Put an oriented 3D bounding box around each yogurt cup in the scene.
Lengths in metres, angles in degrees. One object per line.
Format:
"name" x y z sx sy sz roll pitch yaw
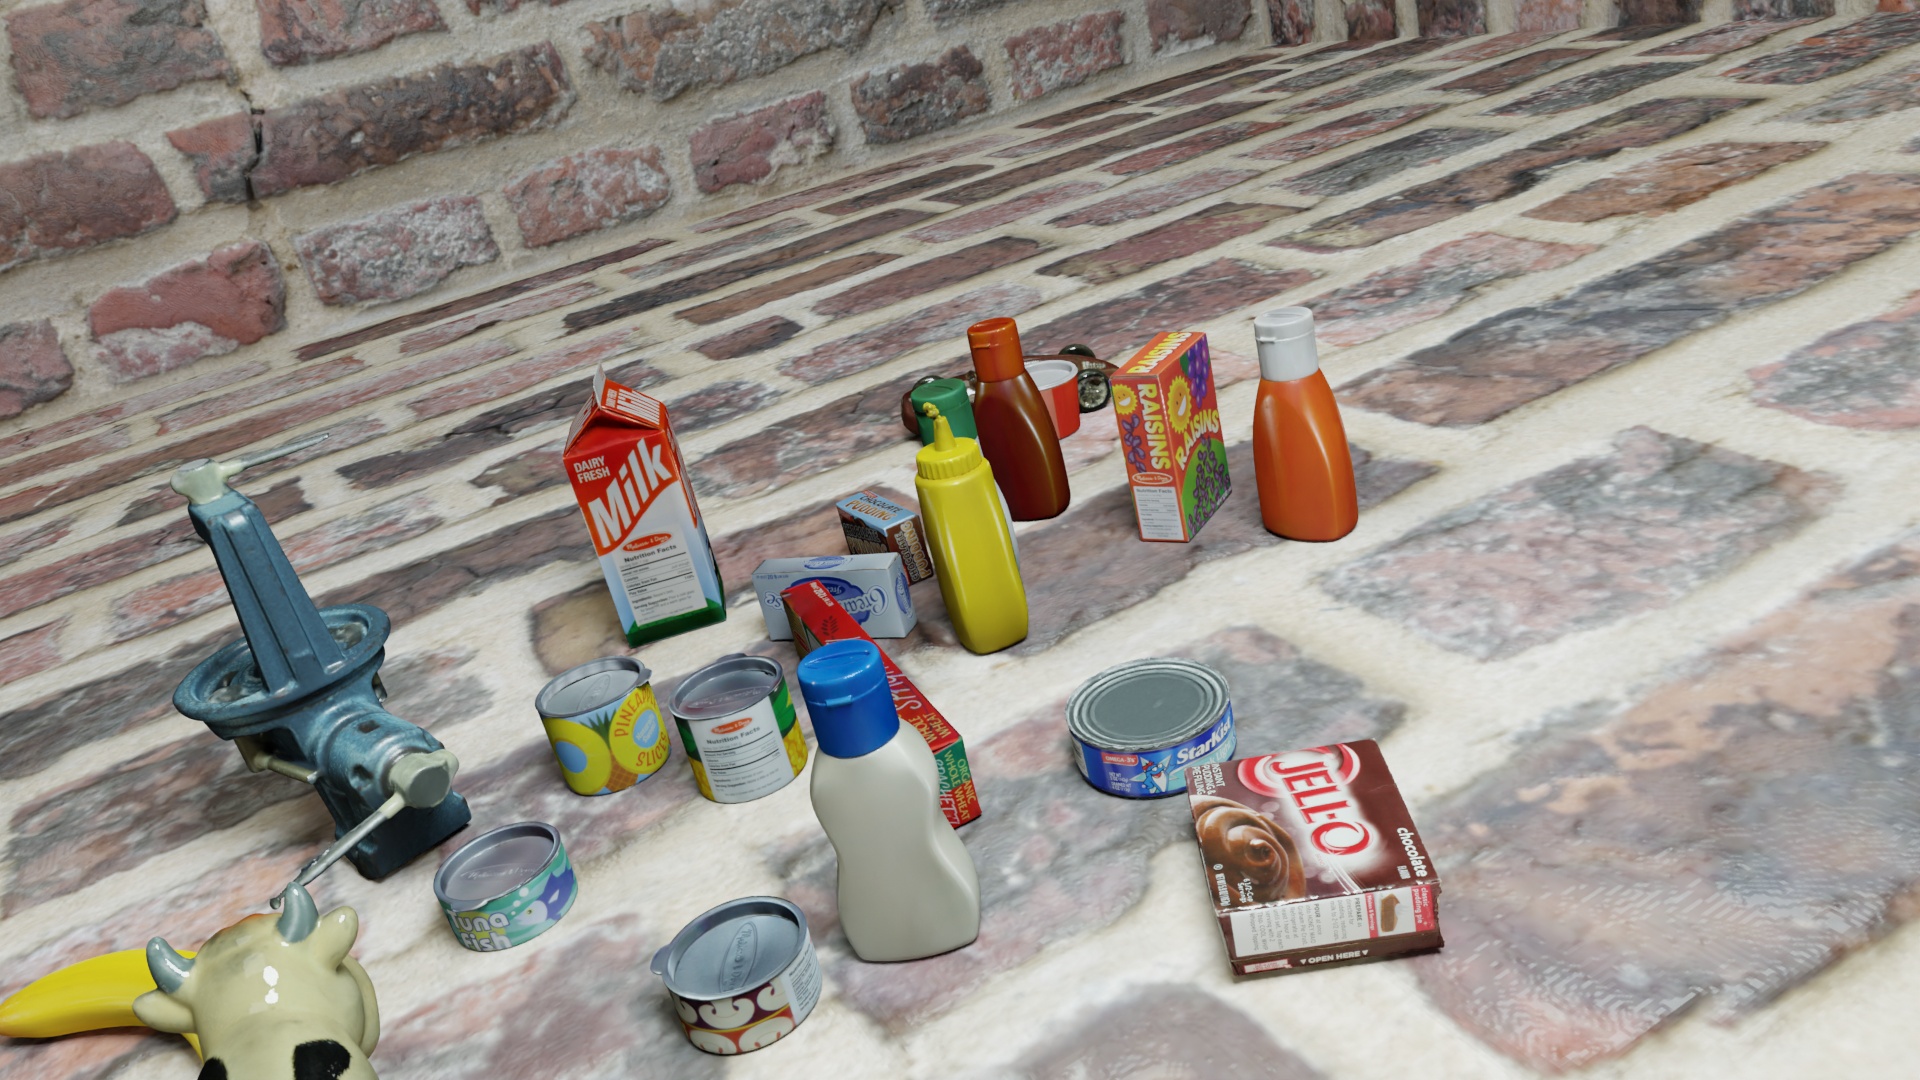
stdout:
"yogurt cup" 0.071 -0.117 1.187 0.072 0.053 0.073 -12 23 5

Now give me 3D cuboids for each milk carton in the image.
"milk carton" -0.228 -0.030 0.983 0.073 0.189 0.072 -16 23 -6

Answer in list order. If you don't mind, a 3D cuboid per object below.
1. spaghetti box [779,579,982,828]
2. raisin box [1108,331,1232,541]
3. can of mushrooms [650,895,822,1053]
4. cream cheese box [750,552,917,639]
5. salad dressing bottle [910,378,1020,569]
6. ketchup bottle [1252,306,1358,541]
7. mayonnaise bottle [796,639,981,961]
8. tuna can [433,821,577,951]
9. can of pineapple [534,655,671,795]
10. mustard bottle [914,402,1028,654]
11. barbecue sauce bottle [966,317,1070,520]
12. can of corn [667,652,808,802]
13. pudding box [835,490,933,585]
"spaghetti box" -0.053 0.088 0.802 0.029 0.050 0.250 -21 25 -16
"raisin box" 0.147 -0.072 0.959 0.040 0.123 0.086 3 28 34
"can of mushrooms" -0.098 0.192 0.615 0.071 0.033 0.071 -11 24 5
"cream cheese box" -0.084 0.038 0.925 0.104 0.053 0.024 -3 25 23
"salad dressing bottle" 0.001 -0.033 0.920 0.044 0.147 0.064 -30 28 -34
"ketchup bottle" 0.216 -0.074 0.893 0.044 0.148 0.065 -31 29 -35
"mayonnaise bottle" -0.035 0.115 0.609 0.065 0.147 0.041 -11 23 6
"tuna can" -0.235 0.180 0.717 0.071 0.032 0.071 -11 24 5
"can of pineapple" -0.211 0.110 0.828 0.071 0.057 0.071 -12 23 5
"mustard bottle" 0.003 -0.011 0.853 0.049 0.159 0.065 -19 24 -11
"barbecue sauce bottle" 0.038 -0.089 1.023 0.065 0.148 0.044 1 27 30
"can of corn" -0.125 0.106 0.791 0.071 0.058 0.071 -12 23 5
"pudding box" -0.055 -0.002 1.004 0.030 0.049 0.084 -24 26 -23
